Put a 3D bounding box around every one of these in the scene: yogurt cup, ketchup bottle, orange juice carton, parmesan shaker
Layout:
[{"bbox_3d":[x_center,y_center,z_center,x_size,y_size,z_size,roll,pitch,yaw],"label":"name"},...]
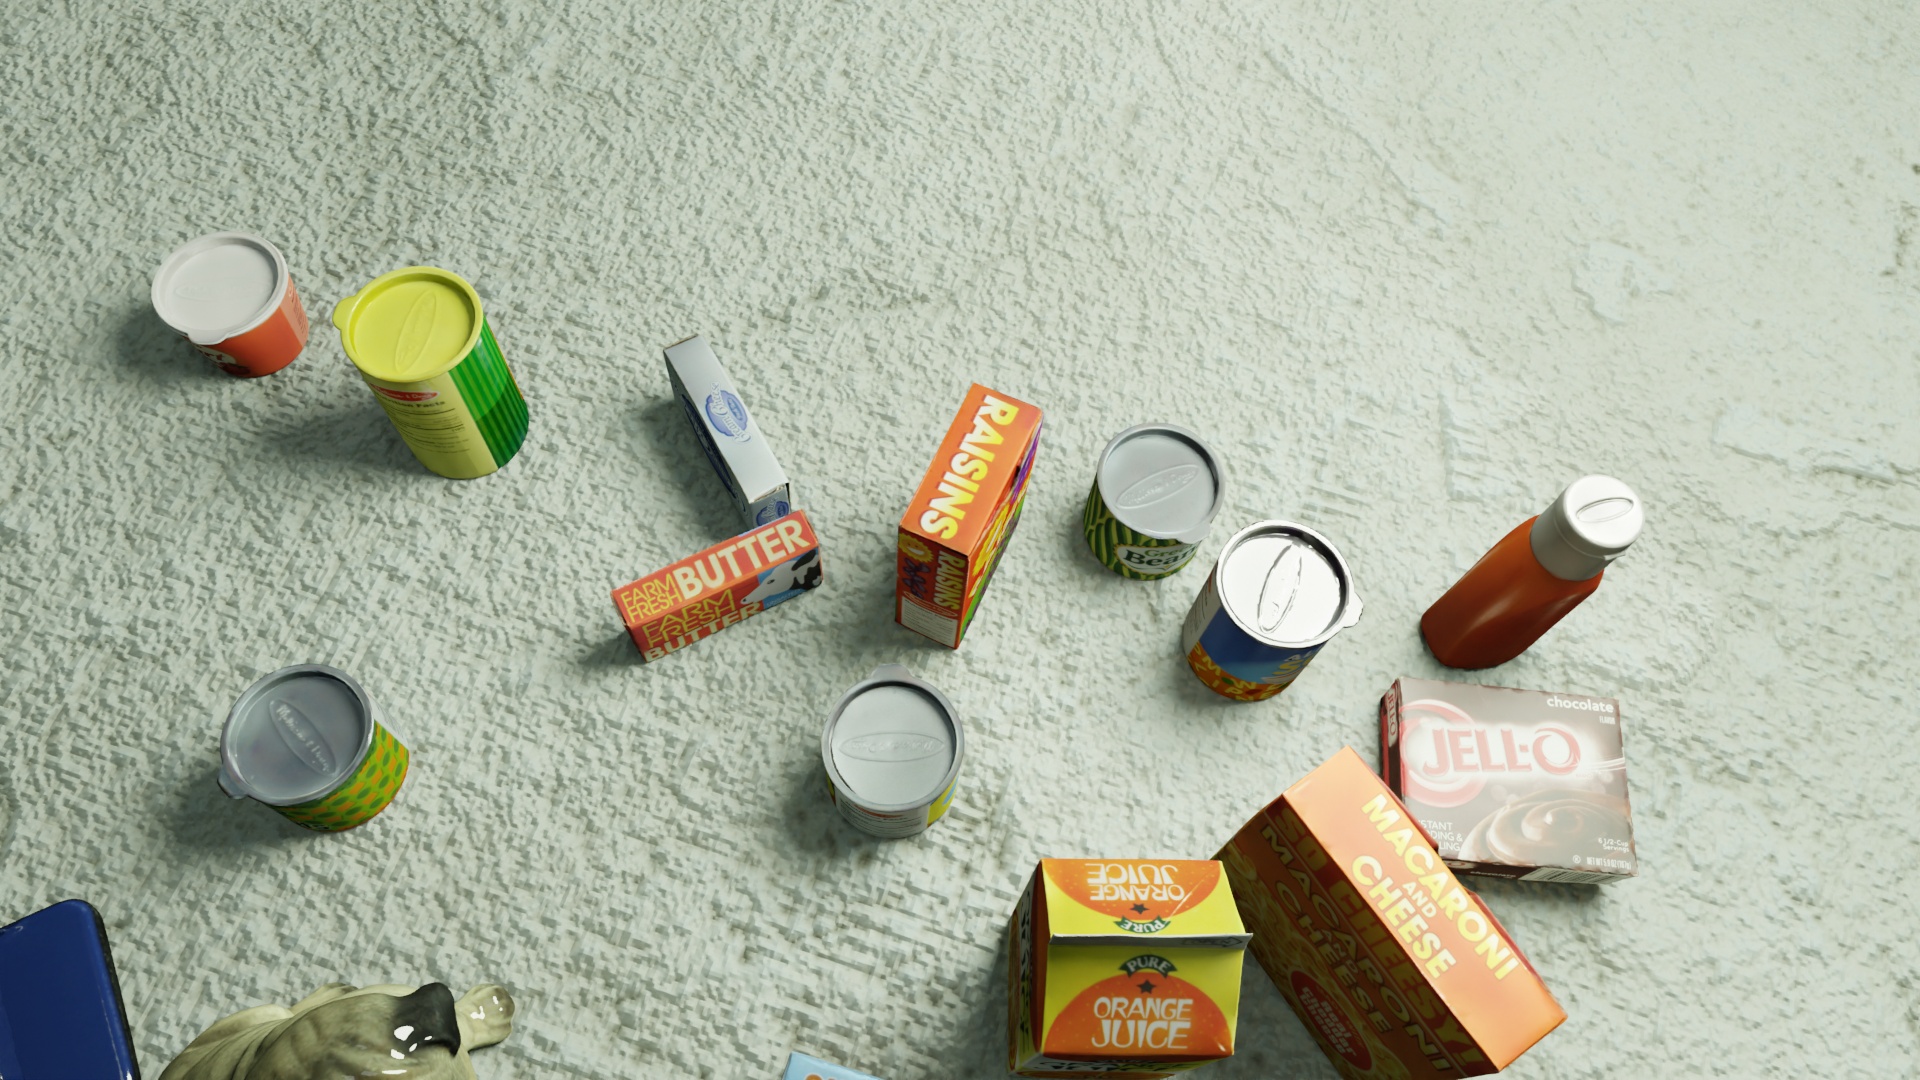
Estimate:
[{"bbox_3d":[-0.390,-0.125,0.750,0.072,0.053,0.072,1,65,-3],"label":"yogurt cup"},{"bbox_3d":[0.278,0.018,0.672,0.065,0.148,0.043,-14,67,-10],"label":"ketchup bottle"},{"bbox_3d":[0.061,0.175,0.562,0.072,0.191,0.073,2,65,-2],"label":"orange juice carton"},{"bbox_3d":[-0.268,-0.084,0.712,0.071,0.102,0.071,1,65,-3],"label":"parmesan shaker"}]

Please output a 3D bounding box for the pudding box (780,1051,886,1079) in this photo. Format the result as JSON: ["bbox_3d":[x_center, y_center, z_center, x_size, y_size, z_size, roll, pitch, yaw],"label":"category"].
[{"bbox_3d":[-0.039,0.249,0.600,0.084,0.049,0.030,16,66,4],"label":"pudding box"}]

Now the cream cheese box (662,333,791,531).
[{"bbox_3d":[-0.122,-0.053,0.733,0.024,0.053,0.104,-27,70,-14],"label":"cream cheese box"}]

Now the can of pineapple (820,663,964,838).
[{"bbox_3d":[-0.032,0.102,0.664,0.071,0.057,0.071,1,65,-3],"label":"can of pineapple"}]

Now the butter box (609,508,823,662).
[{"bbox_3d":[-0.120,0.023,0.698,0.104,0.053,0.024,-24,69,-14],"label":"butter box"}]

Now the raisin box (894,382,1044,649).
[{"bbox_3d":[0.002,-0.009,0.681,0.040,0.123,0.086,24,66,8],"label":"raisin box"}]

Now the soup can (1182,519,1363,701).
[{"bbox_3d":[0.153,0.038,0.691,0.071,0.083,0.071,1,65,-3],"label":"soup can"}]

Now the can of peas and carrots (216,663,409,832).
[{"bbox_3d":[-0.301,0.100,0.649,0.071,0.058,0.071,1,65,-3],"label":"can of peas and carrots"}]

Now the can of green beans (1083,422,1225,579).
[{"bbox_3d":[0.100,-0.019,0.728,0.071,0.057,0.071,1,65,-3],"label":"can of green beans"}]

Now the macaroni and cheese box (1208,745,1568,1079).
[{"bbox_3d":[0.167,0.166,0.587,0.040,0.165,0.124,-31,71,-16],"label":"macaroni and cheese box"}]
